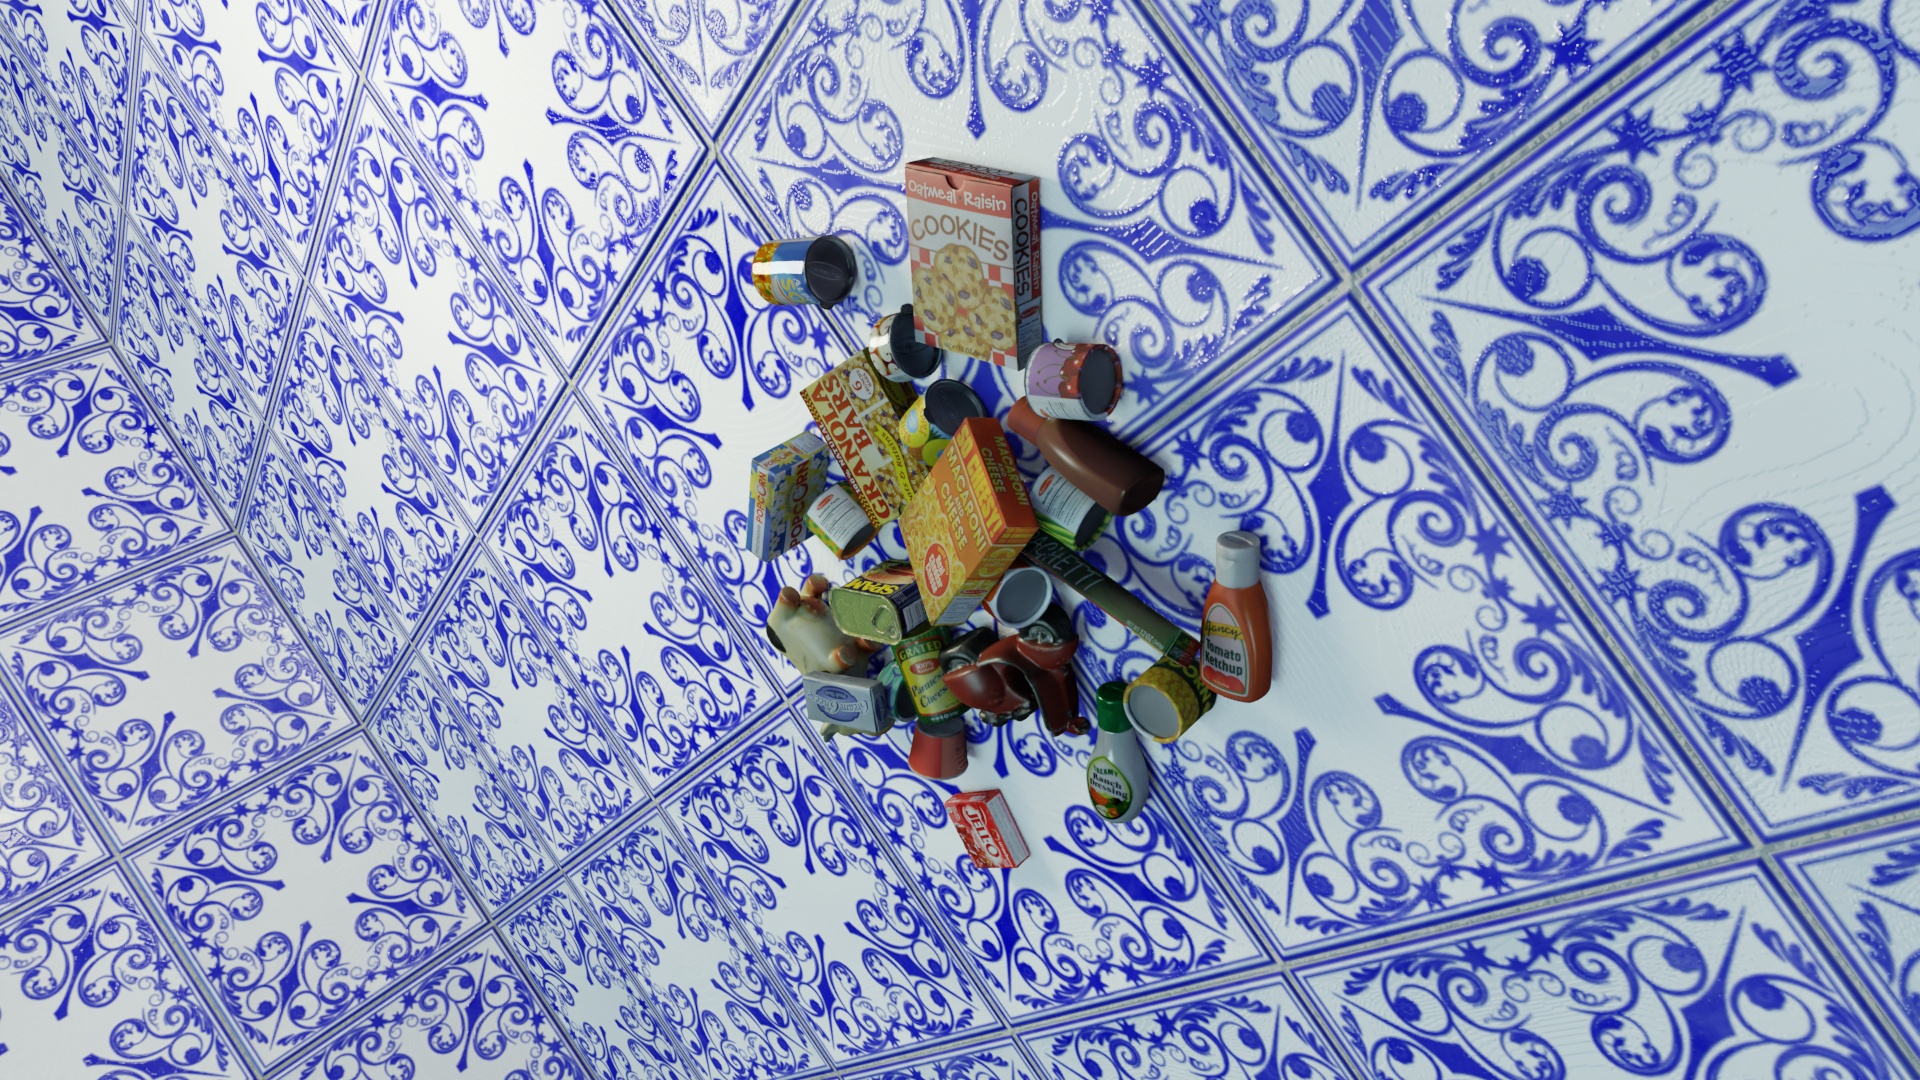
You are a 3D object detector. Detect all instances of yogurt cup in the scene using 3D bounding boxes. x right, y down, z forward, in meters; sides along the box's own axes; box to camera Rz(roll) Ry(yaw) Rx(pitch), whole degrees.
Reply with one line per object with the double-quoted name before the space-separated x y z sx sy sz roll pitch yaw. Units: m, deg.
"yogurt cup" -0.024 0.226 1.540 0.072 0.073 0.053 22 120 35

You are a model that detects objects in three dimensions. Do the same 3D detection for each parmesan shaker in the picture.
"parmesan shaker" -0.028 0.136 1.488 0.071 0.071 0.103 -5 111 47

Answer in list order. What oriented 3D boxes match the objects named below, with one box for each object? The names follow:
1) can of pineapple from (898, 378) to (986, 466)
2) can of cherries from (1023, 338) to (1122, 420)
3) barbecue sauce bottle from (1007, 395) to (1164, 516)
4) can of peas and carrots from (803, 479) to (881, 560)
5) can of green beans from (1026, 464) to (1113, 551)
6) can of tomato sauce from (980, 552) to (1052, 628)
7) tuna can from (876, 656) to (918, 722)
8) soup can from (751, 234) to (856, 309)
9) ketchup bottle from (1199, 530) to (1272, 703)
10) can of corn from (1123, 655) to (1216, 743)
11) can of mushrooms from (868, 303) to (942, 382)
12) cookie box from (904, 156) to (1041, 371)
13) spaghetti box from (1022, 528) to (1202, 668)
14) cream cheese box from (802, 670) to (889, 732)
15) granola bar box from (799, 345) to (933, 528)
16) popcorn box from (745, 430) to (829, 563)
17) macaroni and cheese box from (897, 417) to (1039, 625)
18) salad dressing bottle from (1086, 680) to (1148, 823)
"can of pineapple" -0.019 -0.111 1.318 0.071 0.071 0.057 53 140 5
"can of cherries" 0.097 -0.139 1.187 0.058 0.072 0.071 8 120 42
"barbecue sauce bottle" 0.105 -0.078 1.220 0.149 0.065 0.043 38 134 30
"can of peas and carrots" -0.124 -0.021 1.485 0.059 0.071 0.070 44 138 15
"can of green beans" 0.099 -0.032 1.251 0.058 0.071 0.070 34 134 25
"can of tomato sauce" 0.039 0.040 1.334 0.083 0.071 0.071 38 141 54
"tuna can" -0.062 0.164 1.538 0.033 0.071 0.070 18 126 36
"soup can" -0.154 -0.261 1.360 0.084 0.072 0.071 7 119 43
"ketchup bottle" 0.237 0.064 1.190 0.065 0.044 0.148 23 129 42
"can of corn" 0.193 0.143 1.272 0.071 0.058 0.070 24 130 33
"can of mushrooms" -0.052 -0.185 1.308 0.033 0.071 0.071 -7 109 48
"cookie box" 0.012 -0.245 1.225 0.123 0.040 0.166 21 128 35
"spaghetti box" 0.111 0.033 1.261 0.250 0.050 0.028 37 93 36
"cream cheese box" -0.128 0.176 1.530 0.104 0.024 0.053 5 111 36
"granola bar box" -0.082 -0.105 1.408 0.124 0.039 0.165 -25 95 50
"popcorn box" -0.190 -0.047 1.518 0.038 0.085 0.126 33 133 25
"macaroni and cheese box" 0.005 -0.016 1.288 0.165 0.040 0.124 -54 46 46
"salad dressing bottle" 0.153 0.208 1.364 0.064 0.044 0.147 18 126 36
